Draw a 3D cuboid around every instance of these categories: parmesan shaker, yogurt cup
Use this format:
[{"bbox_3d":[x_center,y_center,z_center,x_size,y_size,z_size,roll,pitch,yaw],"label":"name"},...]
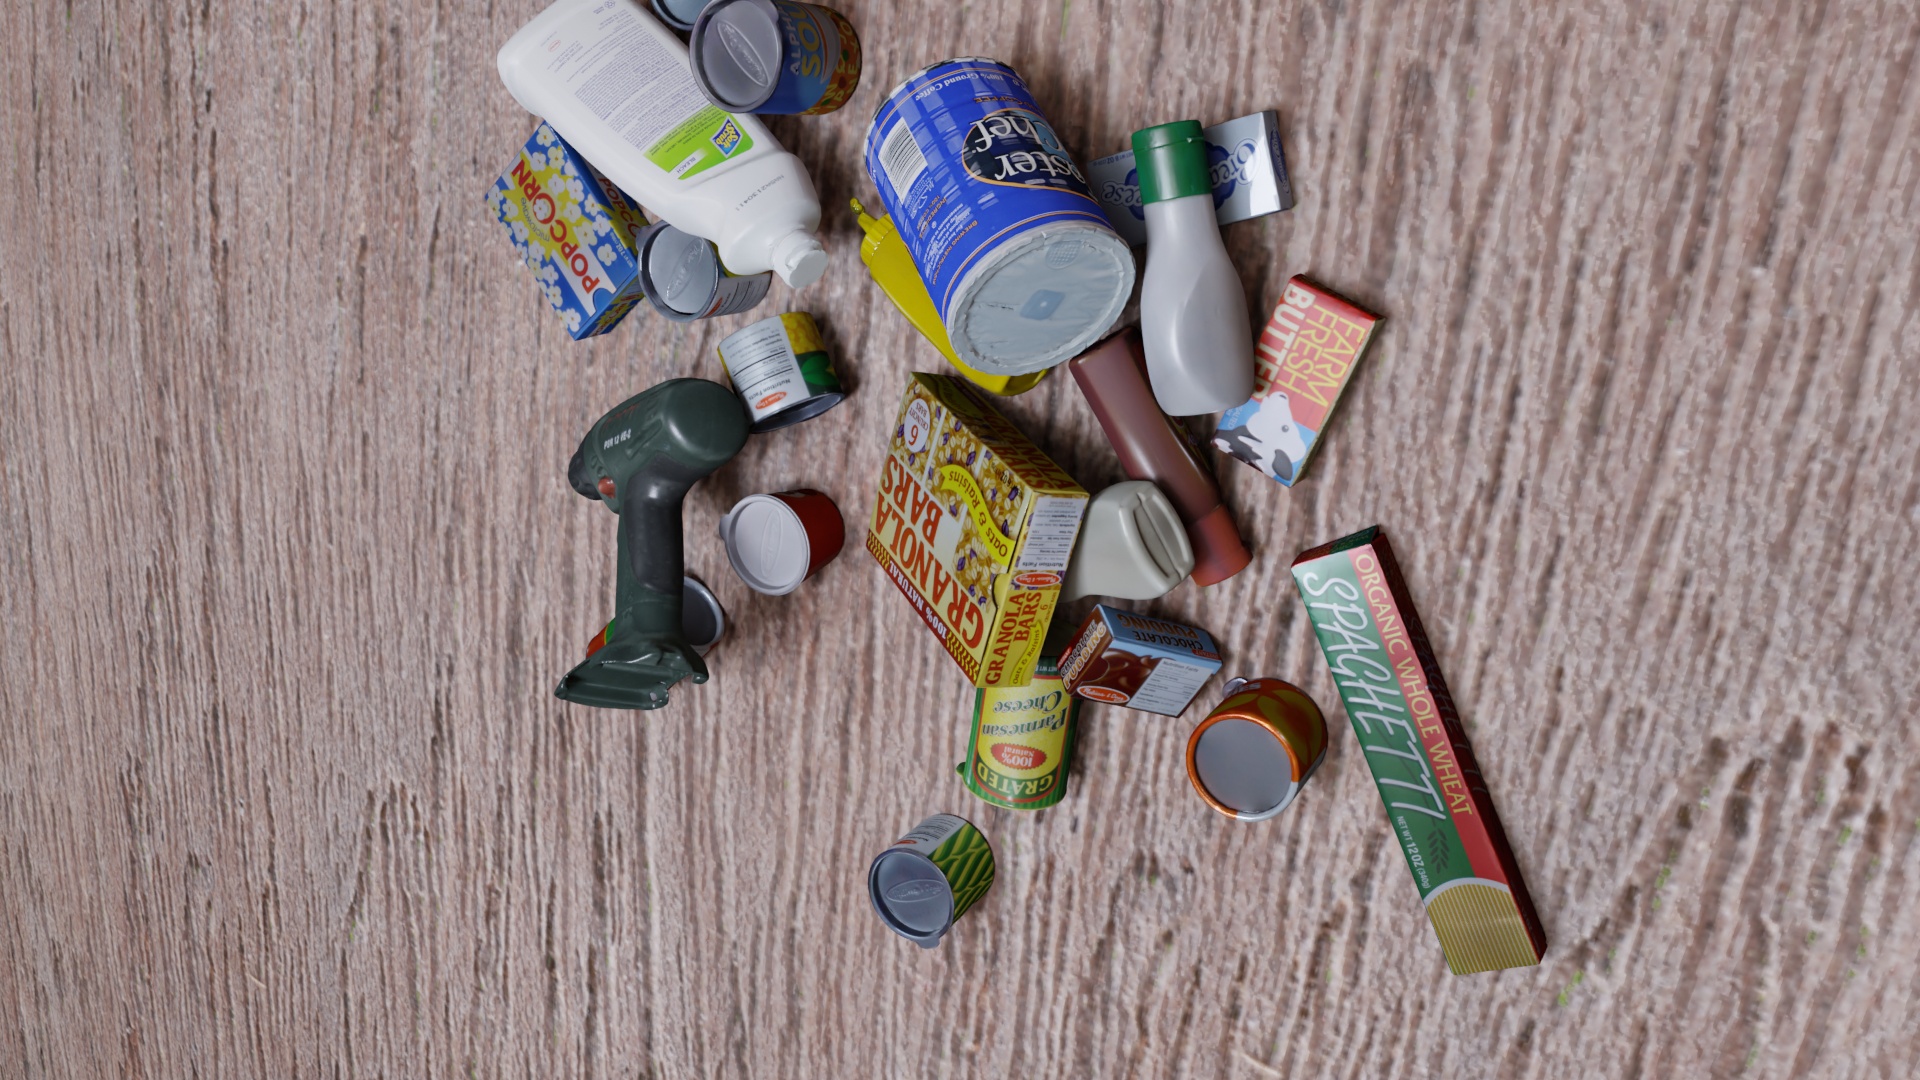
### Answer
[{"bbox_3d":[0.037,0.104,0.855,0.071,0.071,0.102,17,112,26],"label":"parmesan shaker"},{"bbox_3d":[-0.114,-0.003,0.923,0.072,0.054,0.072,9,108,28],"label":"yogurt cup"}]

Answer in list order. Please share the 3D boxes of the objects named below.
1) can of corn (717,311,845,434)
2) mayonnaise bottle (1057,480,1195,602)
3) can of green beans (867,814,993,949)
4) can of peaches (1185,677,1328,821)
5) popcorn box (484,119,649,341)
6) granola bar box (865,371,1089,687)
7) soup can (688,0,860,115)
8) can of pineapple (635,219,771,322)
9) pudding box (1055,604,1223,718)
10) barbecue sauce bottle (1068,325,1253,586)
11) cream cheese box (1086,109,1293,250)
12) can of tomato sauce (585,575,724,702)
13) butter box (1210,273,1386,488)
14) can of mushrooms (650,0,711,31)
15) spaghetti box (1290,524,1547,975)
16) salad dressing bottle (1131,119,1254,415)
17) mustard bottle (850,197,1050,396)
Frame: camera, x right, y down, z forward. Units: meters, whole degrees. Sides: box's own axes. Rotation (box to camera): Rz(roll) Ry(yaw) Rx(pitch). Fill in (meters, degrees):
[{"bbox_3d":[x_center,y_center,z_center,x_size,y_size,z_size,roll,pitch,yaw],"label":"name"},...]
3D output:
[{"bbox_3d":[-0.114,-0.107,0.889,0.071,0.071,0.058,-24,86,33],"label":"can of corn"},{"bbox_3d":[0.066,0.006,0.798,0.148,0.041,0.064,-11,111,56],"label":"mayonnaise bottle"},{"bbox_3d":[-0.019,0.224,0.928,0.071,0.058,0.071,8,107,28],"label":"can of green beans"},{"bbox_3d":[0.167,0.117,0.790,0.071,0.058,0.071,9,108,28],"label":"can of peaches"},{"bbox_3d":[-0.266,-0.216,0.964,0.085,0.038,0.127,-36,84,31],"label":"popcorn box"},{"bbox_3d":[0.003,-0.010,0.813,0.166,0.039,0.123,48,129,51],"label":"granola bar box"},{"bbox_3d":[-0.106,-0.288,0.823,0.071,0.084,0.071,9,108,28],"label":"soup can"},{"bbox_3d":[-0.167,-0.179,0.903,0.071,0.058,0.070,8,107,28],"label":"can of pineapple"},{"bbox_3d":[0.103,0.070,0.800,0.049,0.084,0.030,-57,33,30],"label":"pudding box"},{"bbox_3d":[0.113,-0.046,0.777,0.043,0.065,0.148,-28,98,14],"label":"barbecue sauce bottle"},{"bbox_3d":[0.123,-0.192,0.751,0.103,0.024,0.053,-8,100,32],"label":"cream cheese box"},{"bbox_3d":[-0.219,0.070,1.000,0.082,0.071,0.071,-41,82,32],"label":"can of tomato sauce"},{"bbox_3d":[0.180,-0.086,0.746,0.053,0.024,0.103,31,117,19],"label":"butter box"},{"bbox_3d":[-0.160,-0.350,0.868,0.071,0.033,0.070,8,107,28],"label":"can of mushrooms"},{"bbox_3d":[0.250,0.116,0.758,0.050,0.029,0.250,-21,92,32],"label":"spaghetti box"},{"bbox_3d":[0.118,-0.141,0.722,0.044,0.064,0.147,1,105,50],"label":"salad dressing bottle"},{"bbox_3d":[-0.013,-0.150,0.821,0.160,0.065,0.048,45,117,19],"label":"mustard bottle"}]
